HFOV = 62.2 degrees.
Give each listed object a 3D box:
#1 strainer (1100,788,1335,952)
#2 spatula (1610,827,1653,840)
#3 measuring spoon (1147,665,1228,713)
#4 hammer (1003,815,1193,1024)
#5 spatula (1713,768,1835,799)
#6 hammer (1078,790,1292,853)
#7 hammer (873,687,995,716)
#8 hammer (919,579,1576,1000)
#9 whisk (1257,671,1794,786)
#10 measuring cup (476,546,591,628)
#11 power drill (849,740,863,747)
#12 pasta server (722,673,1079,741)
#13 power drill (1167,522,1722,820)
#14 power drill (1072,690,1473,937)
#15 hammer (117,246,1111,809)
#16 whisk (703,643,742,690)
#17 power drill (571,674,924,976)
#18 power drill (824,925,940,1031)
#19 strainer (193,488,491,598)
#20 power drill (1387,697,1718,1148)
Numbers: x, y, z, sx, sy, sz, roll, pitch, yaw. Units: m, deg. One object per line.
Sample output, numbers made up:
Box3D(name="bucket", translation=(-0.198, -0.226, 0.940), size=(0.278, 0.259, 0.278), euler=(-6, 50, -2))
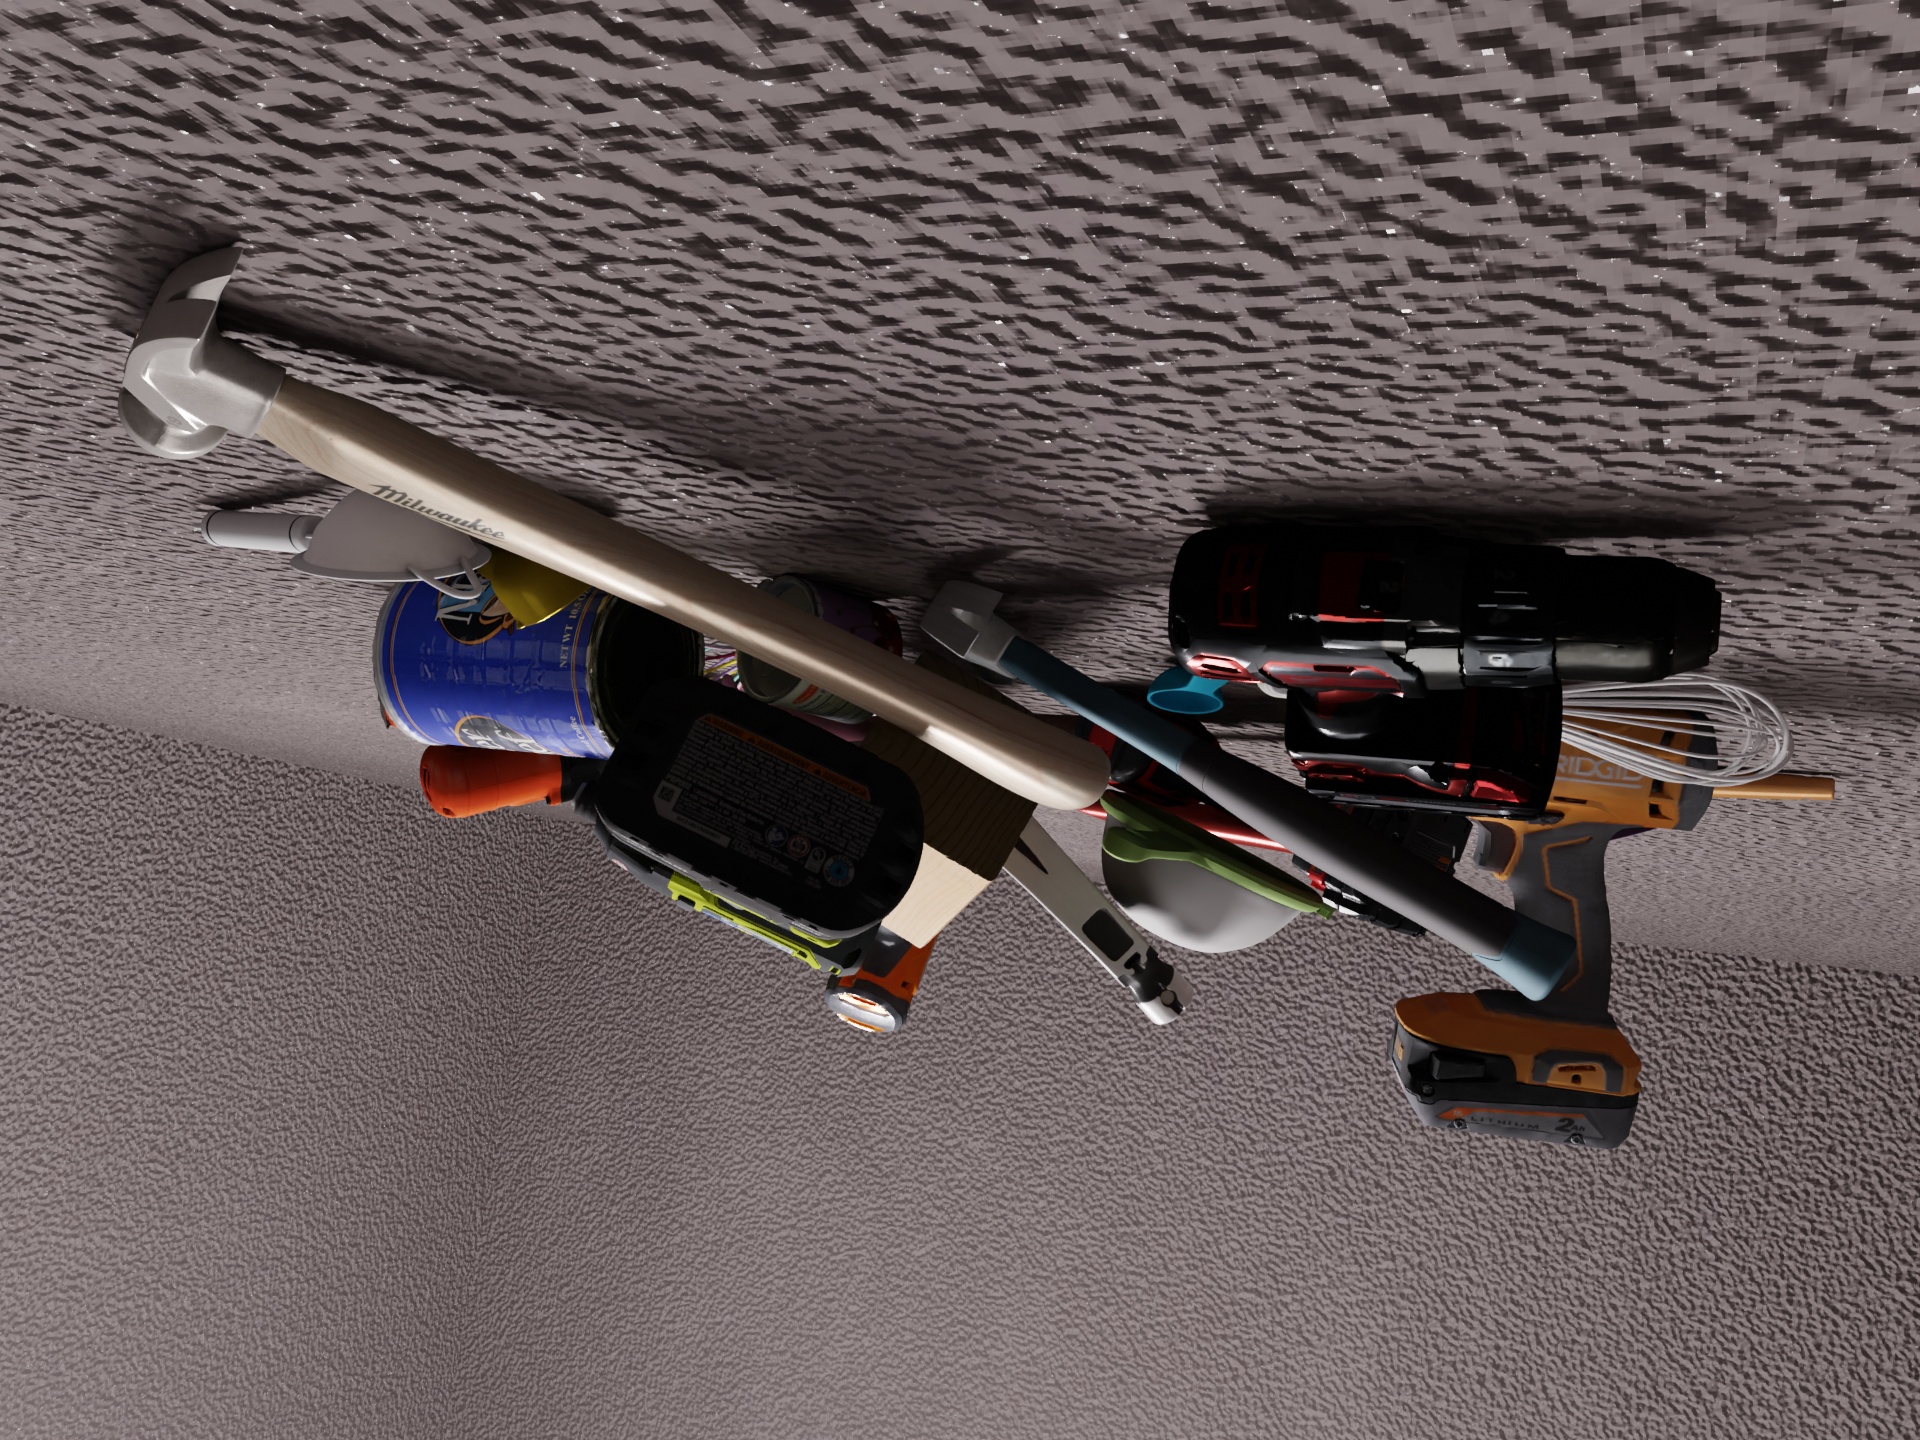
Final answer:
Box3D(name="strainer", translation=(0.122, 0.099, 0.941), size=(0.151, 0.069, 0.256), euler=(28, -175, 24))
Box3D(name="spatula", translation=(0.354, 0.063, 1.082), size=(0.059, 0.018, 0.316), euler=(-12, -176, -11))
Box3D(name="measuring spoon", translation=(0.133, -0.031, 0.838), size=(0.042, 0.021, 0.128), euler=(10, 162, -8))
Box3D(name="hammer", translation=(0.056, 0.103, 1.088), size=(0.146, 0.035, 0.335), euler=(47, 178, -11))
Box3D(name="spatula", translation=(0.370, 0.044, 1.008), size=(0.323, 0.041, 0.081), euler=(2, 175, 30))
Box3D(name="hammer", translation=(0.125, 0.063, 1.129), size=(0.359, 0.037, 0.149), euler=(8, 175, 37))
Box3D(name="hammer", translation=(0.054, 0.015, 1.151), size=(0.331, 0.031, 0.130), euler=(15, 170, -41))
Box3D(name="hammer", translation=(0.115, 0.024, 0.708), size=(0.331, 0.033, 0.128), euler=(32, 179, 26))
Box3D(name="whisk", translation=(0.262, -0.007, 0.760), size=(0.246, 0.059, 0.057), euler=(9, 134, 22))
Box3D(name="measuring cup", translation=(-0.213, -0.080, 0.762), size=(0.157, 0.062, 0.029), euler=(18, 148, 55))
Box3D(name="power drill", translation=(-0.189, 0.025, 1.141), size=(0.229, 0.080, 0.190), euler=(15, -172, 42))
Box3D(name="pasta server", translation=(-0.002, -0.003, 0.991), size=(0.316, 0.040, 0.060), euler=(1, 167, -30))
Box3D(name="power drill", translation=(0.200, -0.020, 0.642), size=(0.188, 0.080, 0.226), euler=(4, 168, 24))
Box3D(name="power drill", translation=(0.186, 0.049, 0.968), size=(0.220, 0.078, 0.143), euler=(25, -178, 37))
Box3D(name="hammer", translation=(-0.101, -0.050, 0.609), size=(0.410, 0.038, 0.146), euler=(25, 164, -28))
Box3D(name="whisk", translation=(-0.138, -0.034, 0.974), size=(0.047, 0.051, 0.245), euler=(18, 165, -24))
Box3D(name="power drill", translation=(-0.107, 0.057, 0.755), size=(0.171, 0.080, 0.223), euler=(26, 163, -4))
Box3D(name="power drill", translation=(-0.035, 0.100, 1.100), size=(0.084, 0.164, 0.226), euler=(19, 146, 6))
Box3D(name="strainer", translation=(-0.308, -0.091, 0.762), size=(0.258, 0.050, 0.087), euler=(8, -162, 41))
Box3D(name="power drill", translation=(0.275, 0.094, 0.823), size=(0.185, 0.226, 0.084), euler=(6, -169, 4))
